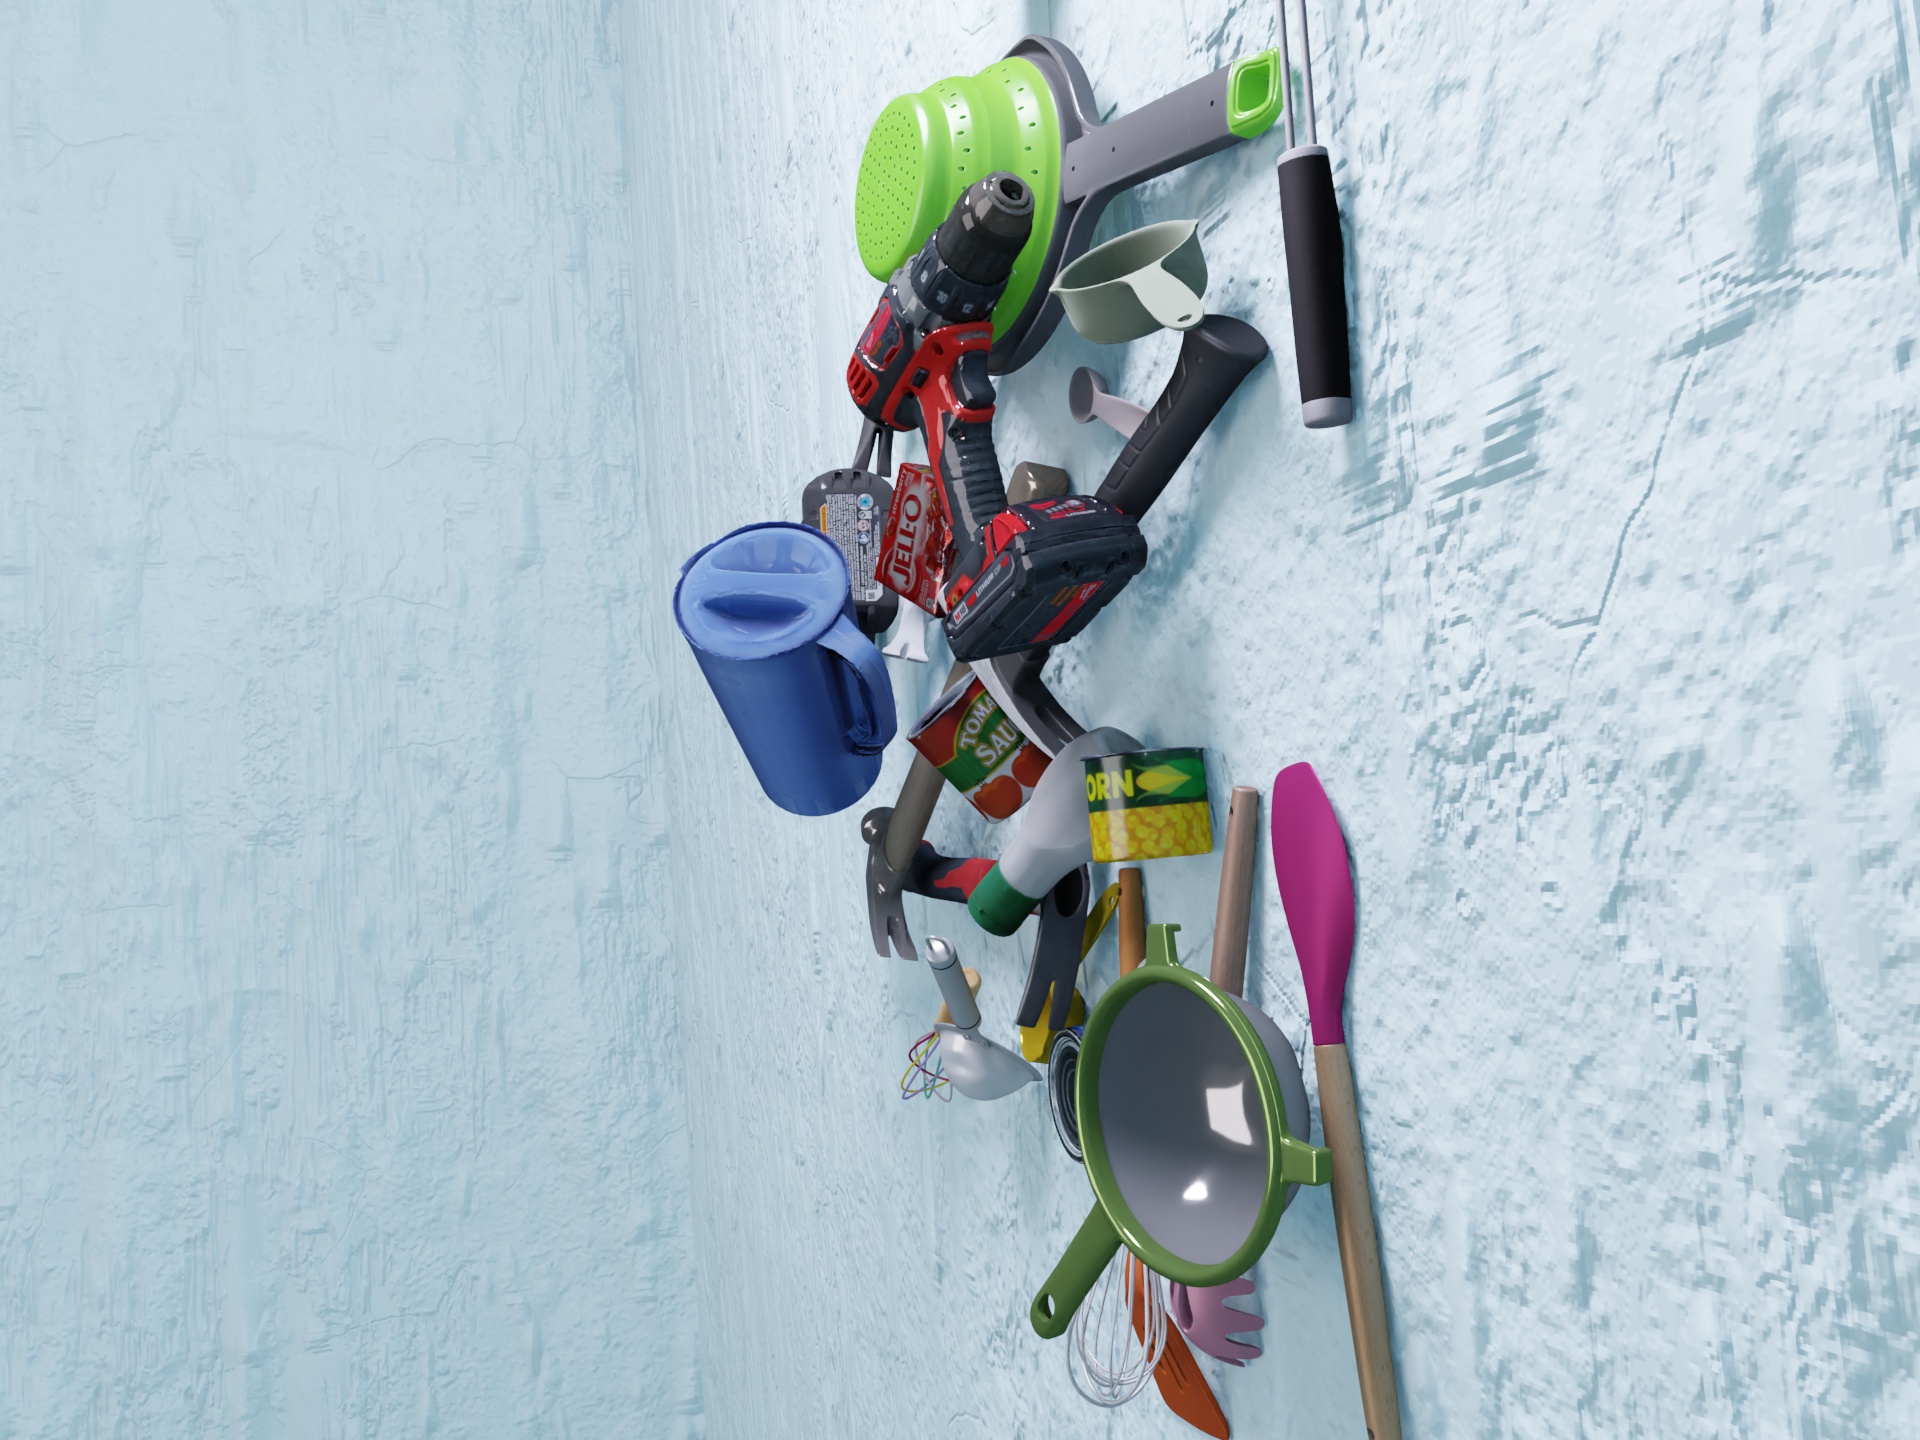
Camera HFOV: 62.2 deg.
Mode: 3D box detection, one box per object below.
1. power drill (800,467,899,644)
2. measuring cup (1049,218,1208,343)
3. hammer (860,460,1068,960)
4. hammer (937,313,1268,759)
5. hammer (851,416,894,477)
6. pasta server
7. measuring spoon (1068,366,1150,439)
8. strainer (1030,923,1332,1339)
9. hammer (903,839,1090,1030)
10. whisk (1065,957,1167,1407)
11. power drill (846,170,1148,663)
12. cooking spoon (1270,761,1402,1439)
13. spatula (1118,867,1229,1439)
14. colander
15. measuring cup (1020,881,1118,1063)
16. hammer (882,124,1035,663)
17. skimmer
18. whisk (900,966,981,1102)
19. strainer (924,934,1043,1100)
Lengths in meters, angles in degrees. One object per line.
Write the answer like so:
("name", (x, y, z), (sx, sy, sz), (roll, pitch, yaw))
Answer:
("power drill", (-0.099, -0.119, 1.398), (0.228, 0.080, 0.190), (157, 111, -84))
("measuring cup", (0.096, -0.201, 0.777), (0.168, 0.083, 0.038), (-106, -9, -60))
("hammer", (-0.002, -0.004, 1.146), (0.146, 0.038, 0.410), (-100, 24, -47))
("hammer", (0.084, -0.105, 0.913), (0.146, 0.035, 0.334), (59, 147, 17))
("hammer", (-0.047, -0.245, 1.194), (0.337, 0.034, 0.127), (-125, 45, -79))
("pasta server", (0.142, 0.190, 0.839), (0.060, 0.040, 0.316), (-155, 67, -69))
("measuring spoon", (0.099, -0.180, 0.935), (0.124, 0.018, 0.034), (-135, 45, -54))
("strainer", (0.108, 0.233, 0.806), (0.152, 0.069, 0.256), (58, 137, 40))
("hammer", (0.010, 0.134, 1.169), (0.386, 0.038, 0.143), (166, 113, -73))
("whisk", (0.097, 0.254, 0.889), (0.058, 0.059, 0.246), (-19, 60, 64))
("power drill", (0.019, -0.167, 0.882), (0.188, 0.080, 0.227), (-46, 61, 55))
("cooking spoon", (0.175, 0.177, 0.741), (0.068, 0.017, 0.319), (141, 124, -70))
("spatula", (0.115, 0.248, 0.933), (0.081, 0.041, 0.323), (151, 119, -69))
("colander", (0.032, -0.315, 0.906), (0.397, 0.094, 0.204), (8, 96, 63))
("measuring cup", (0.080, 0.163, 1.029), (0.062, 0.029, 0.156), (-98, 28, -52))
("hammer", (-0.003, -0.227, 1.148), (0.144, 0.035, 0.405), (-79, 1, -60))
("skimmer", (0.129, -0.312, 0.695), (0.127, 0.090, 0.363), (-5, 90, 40))
("whisk", (-0.010, 0.243, 1.225), (0.244, 0.047, 0.051), (106, 179, -58))
("strainer", (0.004, 0.206, 1.074), (0.050, 0.087, 0.258), (-59, -26, -27))
